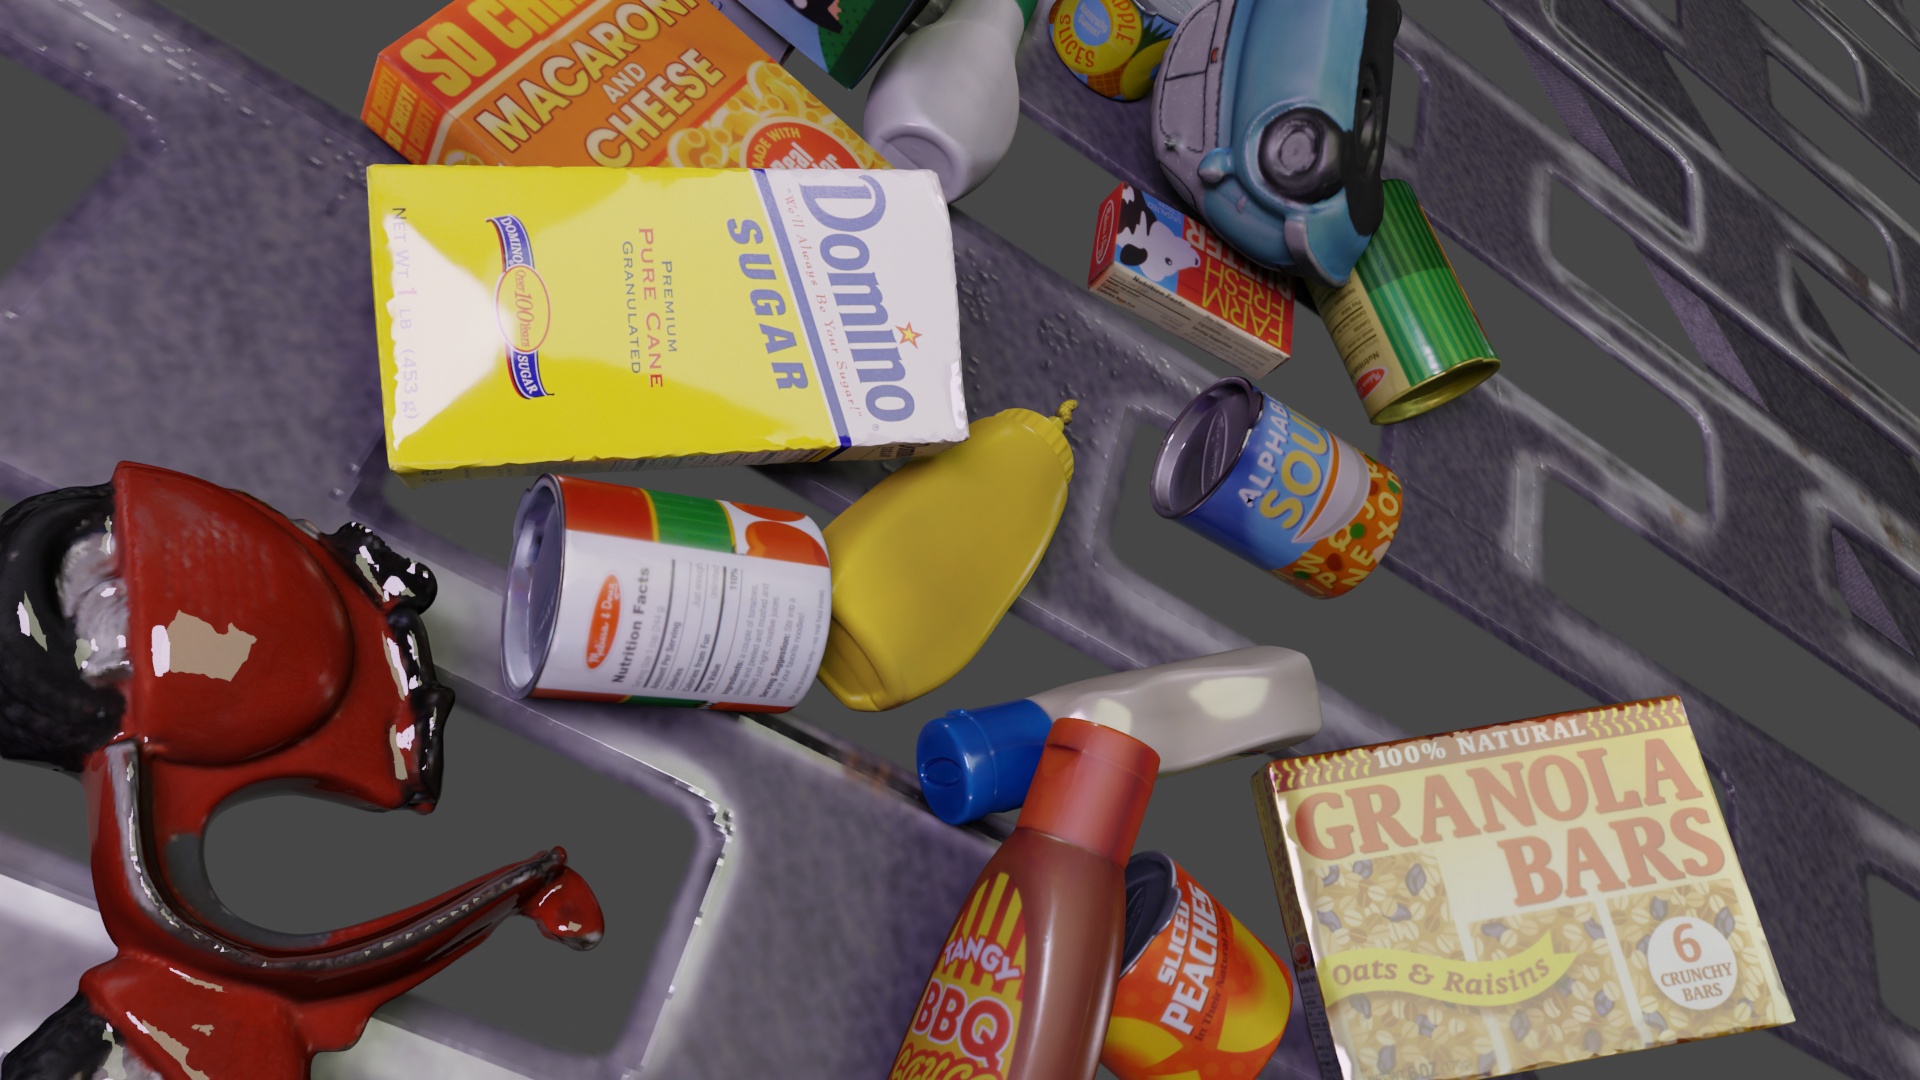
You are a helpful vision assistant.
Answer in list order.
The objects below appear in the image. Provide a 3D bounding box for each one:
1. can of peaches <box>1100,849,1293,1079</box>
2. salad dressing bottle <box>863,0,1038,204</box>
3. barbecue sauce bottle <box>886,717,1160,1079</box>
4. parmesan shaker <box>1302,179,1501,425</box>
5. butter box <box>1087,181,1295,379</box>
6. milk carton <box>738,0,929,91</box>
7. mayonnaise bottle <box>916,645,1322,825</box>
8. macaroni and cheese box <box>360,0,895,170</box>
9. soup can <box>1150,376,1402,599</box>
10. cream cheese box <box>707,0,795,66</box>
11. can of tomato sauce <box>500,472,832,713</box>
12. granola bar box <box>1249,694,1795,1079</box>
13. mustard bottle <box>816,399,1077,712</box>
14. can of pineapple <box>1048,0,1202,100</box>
[{"bbox_3d":[0.068,0.146,0.458,0.058,0.071,0.071,44,51,-8],"label":"can of peaches"},{"bbox_3d":[0.002,-0.210,0.613,0.064,0.043,0.148,35,52,-20],"label":"salad dressing bottle"},{"bbox_3d":[0.020,0.128,0.418,0.043,0.065,0.149,34,69,-30],"label":"barbecue sauce bottle"},{"bbox_3d":[0.213,-0.118,0.683,0.071,0.071,0.103,-11,73,-36],"label":"parmesan shaker"},{"bbox_3d":[0.109,-0.120,0.648,0.103,0.024,0.053,23,57,-21],"label":"butter box"},{"bbox_3d":[-0.088,-0.274,0.535,0.190,0.073,0.073,38,51,-10],"label":"milk carton"},{"bbox_3d":[0.056,0.068,0.497,0.148,0.064,0.041,-8,84,-31],"label":"mayonnaise bottle"},{"bbox_3d":[-0.107,-0.136,0.508,0.166,0.040,0.124,40,52,-10],"label":"macaroni and cheese box"},{"bbox_3d":[0.134,-0.022,0.584,0.084,0.071,0.072,27,55,-19],"label":"soup can"},{"bbox_3d":[-0.110,-0.242,0.569,0.104,0.024,0.053,25,56,-20],"label":"cream cheese box"},{"bbox_3d":[-0.091,0.017,0.426,0.083,0.071,0.071,8,63,-30],"label":"can of tomato sauce"},{"bbox_3d":[0.206,0.134,0.526,0.166,0.039,0.124,-8,69,-4],"label":"granola bar box"},{"bbox_3d":[0.002,-0.006,0.505,0.065,0.048,0.161,57,48,-15],"label":"mustard bottle"},{"bbox_3d":[0.084,-0.259,0.680,0.071,0.057,0.071,14,60,-26],"label":"can of pineapple"}]
